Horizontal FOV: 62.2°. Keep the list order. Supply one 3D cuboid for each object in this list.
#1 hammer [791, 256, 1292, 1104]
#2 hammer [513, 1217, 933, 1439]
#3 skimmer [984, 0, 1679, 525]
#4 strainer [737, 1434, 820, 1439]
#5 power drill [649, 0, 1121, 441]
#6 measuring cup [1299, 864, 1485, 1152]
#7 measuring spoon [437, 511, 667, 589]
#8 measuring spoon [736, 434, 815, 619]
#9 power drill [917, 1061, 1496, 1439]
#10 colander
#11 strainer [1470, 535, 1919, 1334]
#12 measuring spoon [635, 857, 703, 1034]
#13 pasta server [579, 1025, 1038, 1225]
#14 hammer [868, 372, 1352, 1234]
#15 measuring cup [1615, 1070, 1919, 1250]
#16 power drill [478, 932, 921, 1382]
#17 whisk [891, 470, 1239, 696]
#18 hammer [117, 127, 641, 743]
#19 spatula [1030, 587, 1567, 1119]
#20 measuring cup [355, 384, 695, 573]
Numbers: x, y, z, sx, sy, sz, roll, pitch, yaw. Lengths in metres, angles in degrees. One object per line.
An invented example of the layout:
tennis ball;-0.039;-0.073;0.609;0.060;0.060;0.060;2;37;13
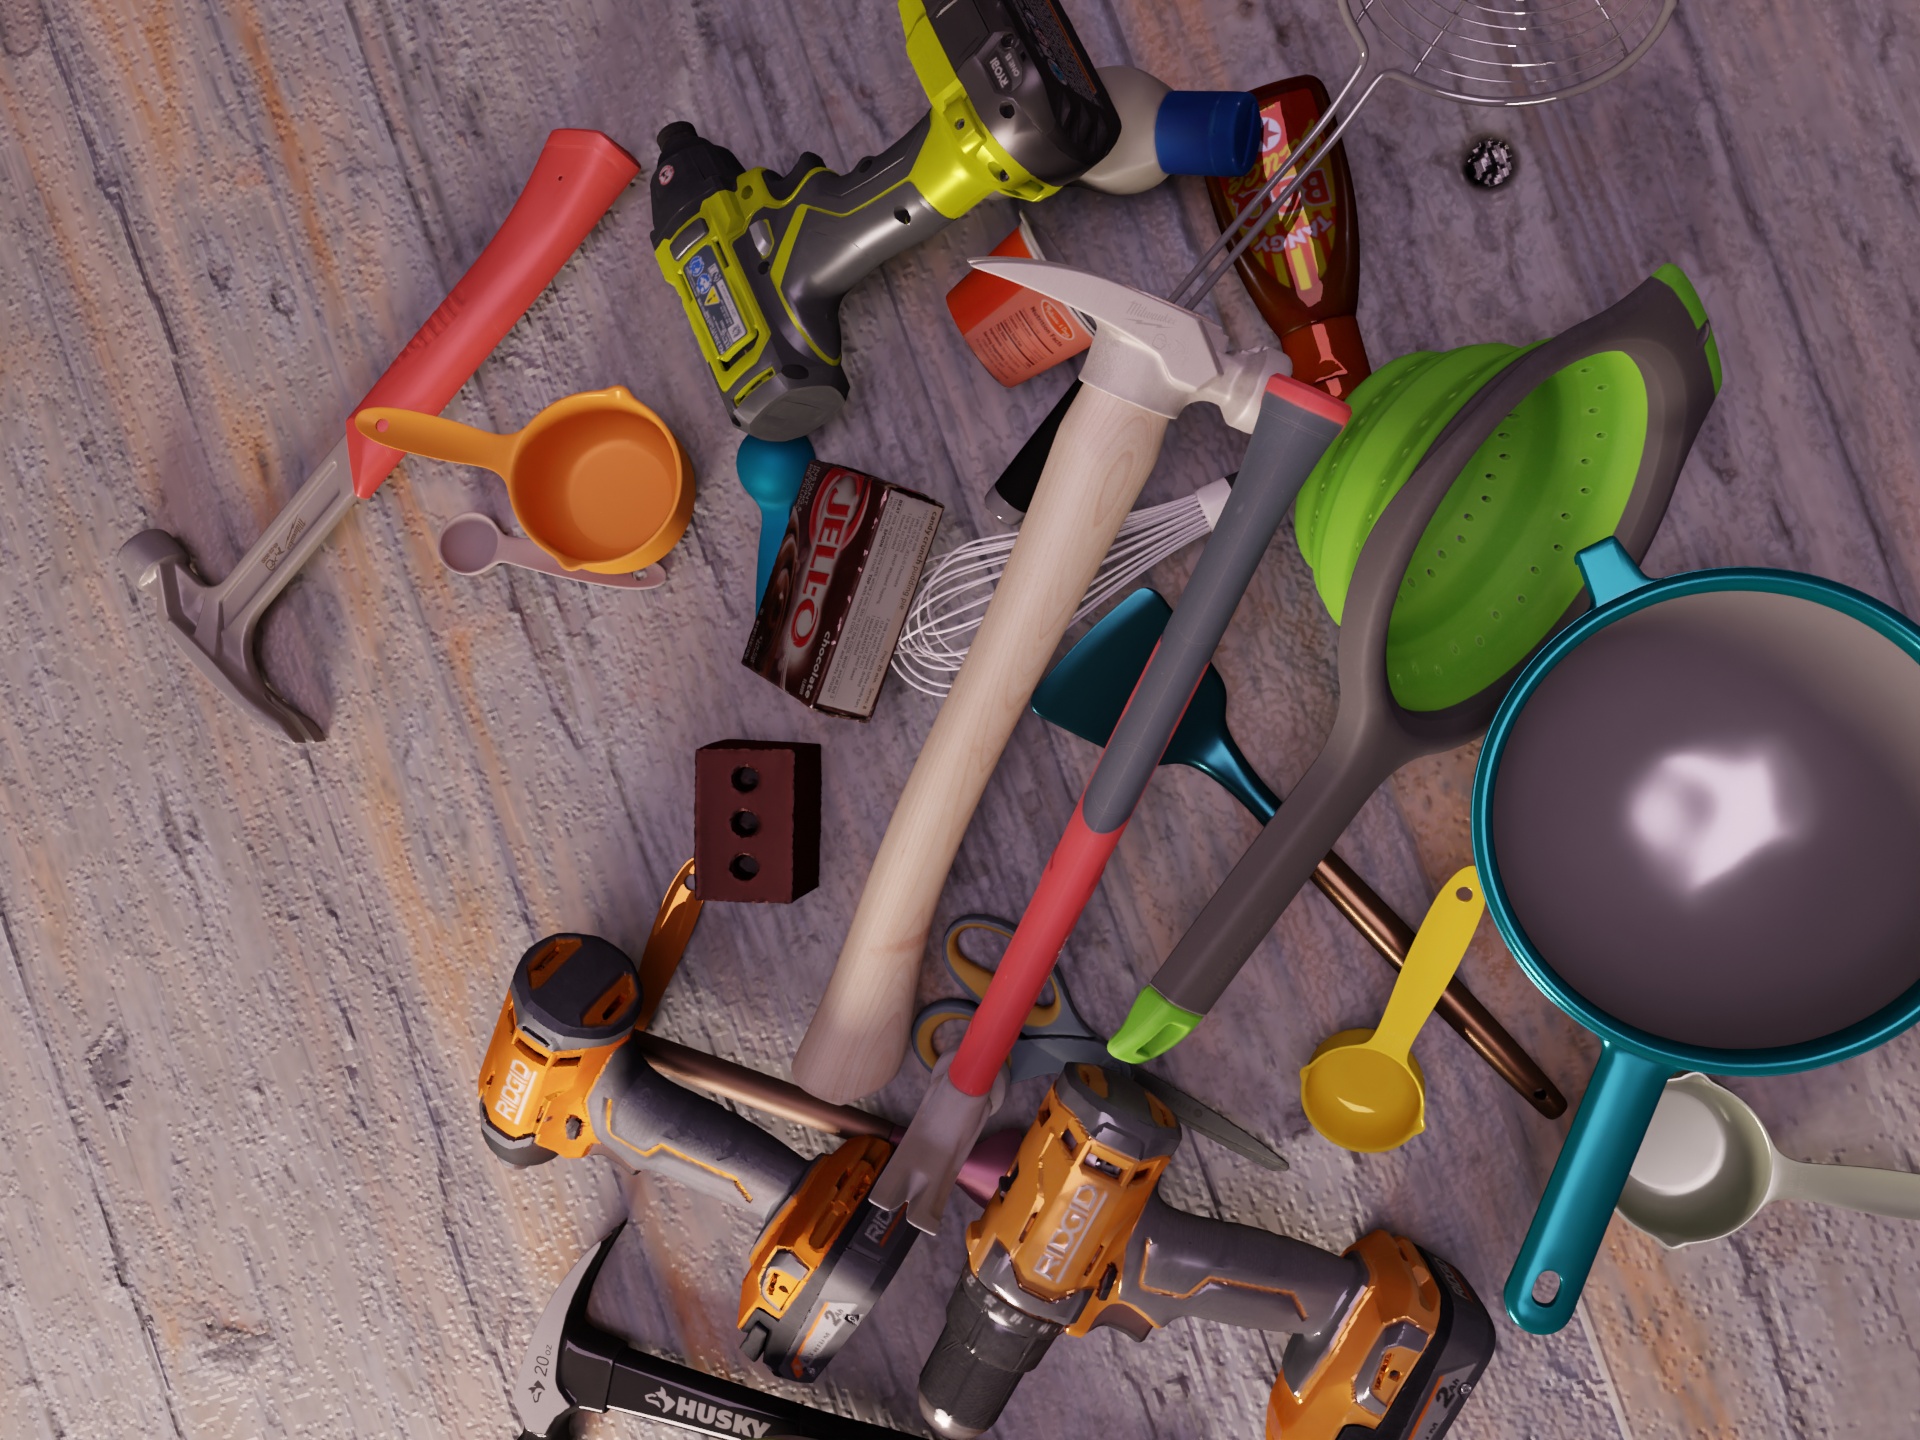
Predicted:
hammer;-0.001;-0.002;0.733;0.146;0.038;0.410;21;107;-10
hammer;-0.067;0.366;0.818;0.335;0.035;0.146;12;95;10
skimmer;0.133;-0.202;0.684;0.127;0.090;0.363;25;122;-30
strainer;-0.132;0.399;0.780;0.256;0.069;0.151;7;97;11
power drill;-0.051;-0.261;0.742;0.223;0.080;0.171;-32;74;30
measuring cup;0.208;0.131;0.741;0.062;0.029;0.156;24;111;11
measuring spoon;-0.214;-0.084;0.841;0.124;0.018;0.034;10;81;4
measuring spoon;-0.097;-0.089;0.811;0.042;0.021;0.128;1;91;11
power drill;0.104;0.285;0.738;0.226;0.084;0.185;27;97;-4
colander;0.167;-0.028;0.701;0.095;0.204;0.397;40;97;38
strainer;0.308;0.101;0.703;0.211;0.095;0.340;20;96;10
measuring spoon;-0.157;0.126;0.840;0.021;0.011;0.117;22;93;7
pasta server;-0.058;0.202;0.809;0.316;0.040;0.060;17;95;11
hammer;0.062;0.037;0.680;0.038;0.143;0.386;27;106;6
measuring cup;0.373;0.203;0.726;0.167;0.038;0.083;7;94;9
power drill;-0.139;0.221;0.786;0.226;0.084;0.164;34;130;5
whisk;0.094;-0.088;0.761;0.284;0.070;0.070;-24;88;6
hammer;-0.289;-0.159;0.839;0.149;0.036;0.359;45;100;6
spatula;0.171;0.073;0.756;0.317;0.044;0.082;46;104;5
measuring cup;-0.219;-0.129;0.812;0.173;0.052;0.095;15;87;7
